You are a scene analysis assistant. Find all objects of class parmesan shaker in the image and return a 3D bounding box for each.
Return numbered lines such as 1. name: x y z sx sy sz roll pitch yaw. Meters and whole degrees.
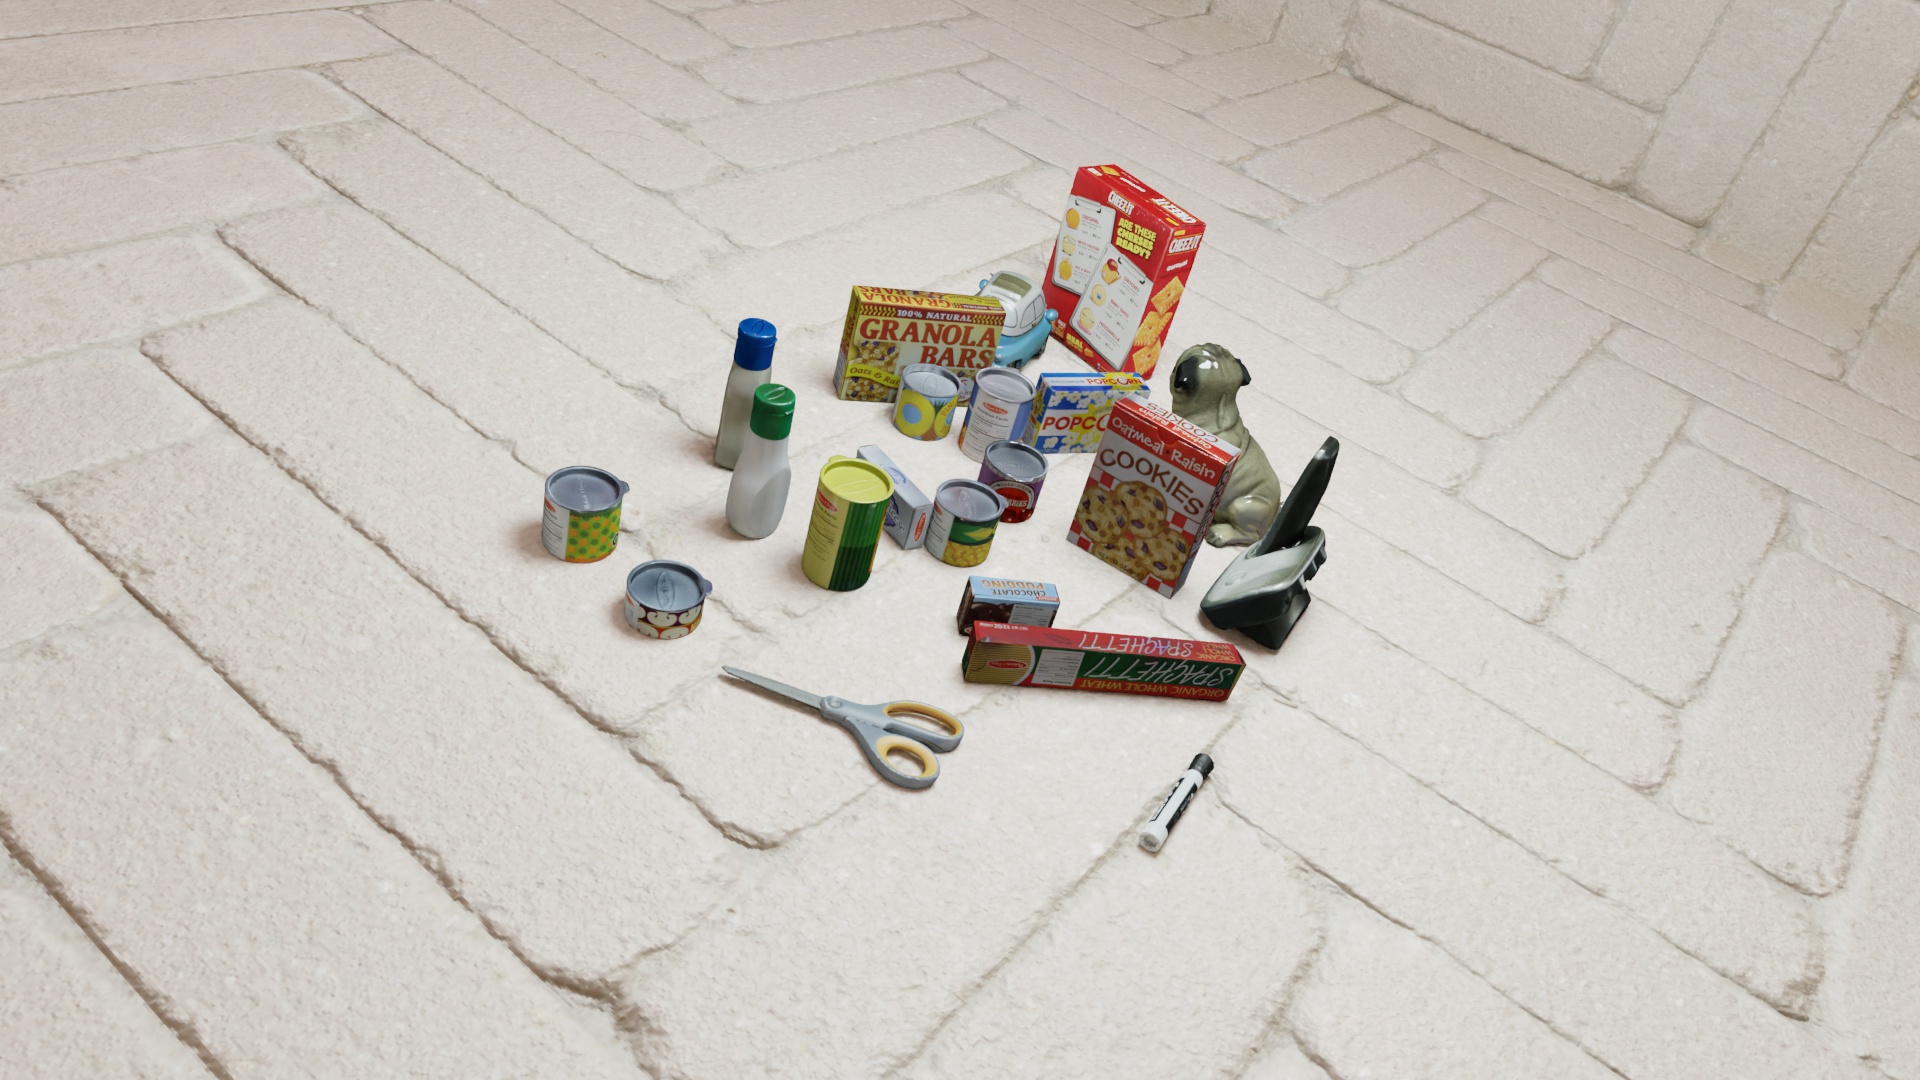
1. parmesan shaker: -0.104 -0.015 1.246 0.071 0.102 0.072 11 36 -8

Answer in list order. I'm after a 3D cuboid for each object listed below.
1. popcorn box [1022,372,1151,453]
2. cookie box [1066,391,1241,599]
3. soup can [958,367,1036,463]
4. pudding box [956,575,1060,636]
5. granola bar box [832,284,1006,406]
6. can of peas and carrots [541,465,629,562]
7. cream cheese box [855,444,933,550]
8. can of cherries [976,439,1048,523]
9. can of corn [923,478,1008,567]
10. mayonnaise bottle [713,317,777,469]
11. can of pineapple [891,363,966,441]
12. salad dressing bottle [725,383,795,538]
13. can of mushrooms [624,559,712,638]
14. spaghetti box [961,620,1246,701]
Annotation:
1. popcorn box: 0.136 -0.140 1.521 0.127 0.084 0.038 -3 40 -25
2. cookie box: 0.183 -0.043 1.342 0.123 0.166 0.040 31 38 19
3. soup can: 0.039 -0.133 1.474 0.071 0.083 0.072 11 36 -8
4. pudding box: 0.043 0.061 1.247 0.084 0.049 0.030 5 37 -15
5. granola bar box: -0.045 -0.208 1.506 0.166 0.123 0.039 1 39 -20
6. can of peas and carrots: -0.326 -0.023 1.205 0.071 0.058 0.071 11 36 -8
7. cream cheese box: -0.068 -0.042 1.337 0.024 0.053 0.104 -14 46 -36
8. can of cherries: 0.050 -0.058 1.401 0.071 0.058 0.072 11 36 -8
9. can of corn: 0.005 -0.017 1.328 0.071 0.058 0.071 11 36 -8
10. mayonnaise bottle: -0.206 -0.142 1.334 0.041 0.147 0.065 16 36 -2
11. can of pineapple: -0.035 -0.147 1.486 0.071 0.057 0.071 11 36 -8
12. salad dressing bottle: -0.177 -0.072 1.253 0.044 0.146 0.064 32 39 21
13. can of mushrooms: -0.245 0.049 1.163 0.071 0.033 0.071 11 36 -8
14. spaghetti box: 0.126 0.107 1.220 0.250 0.049 0.029 6 37 -15
